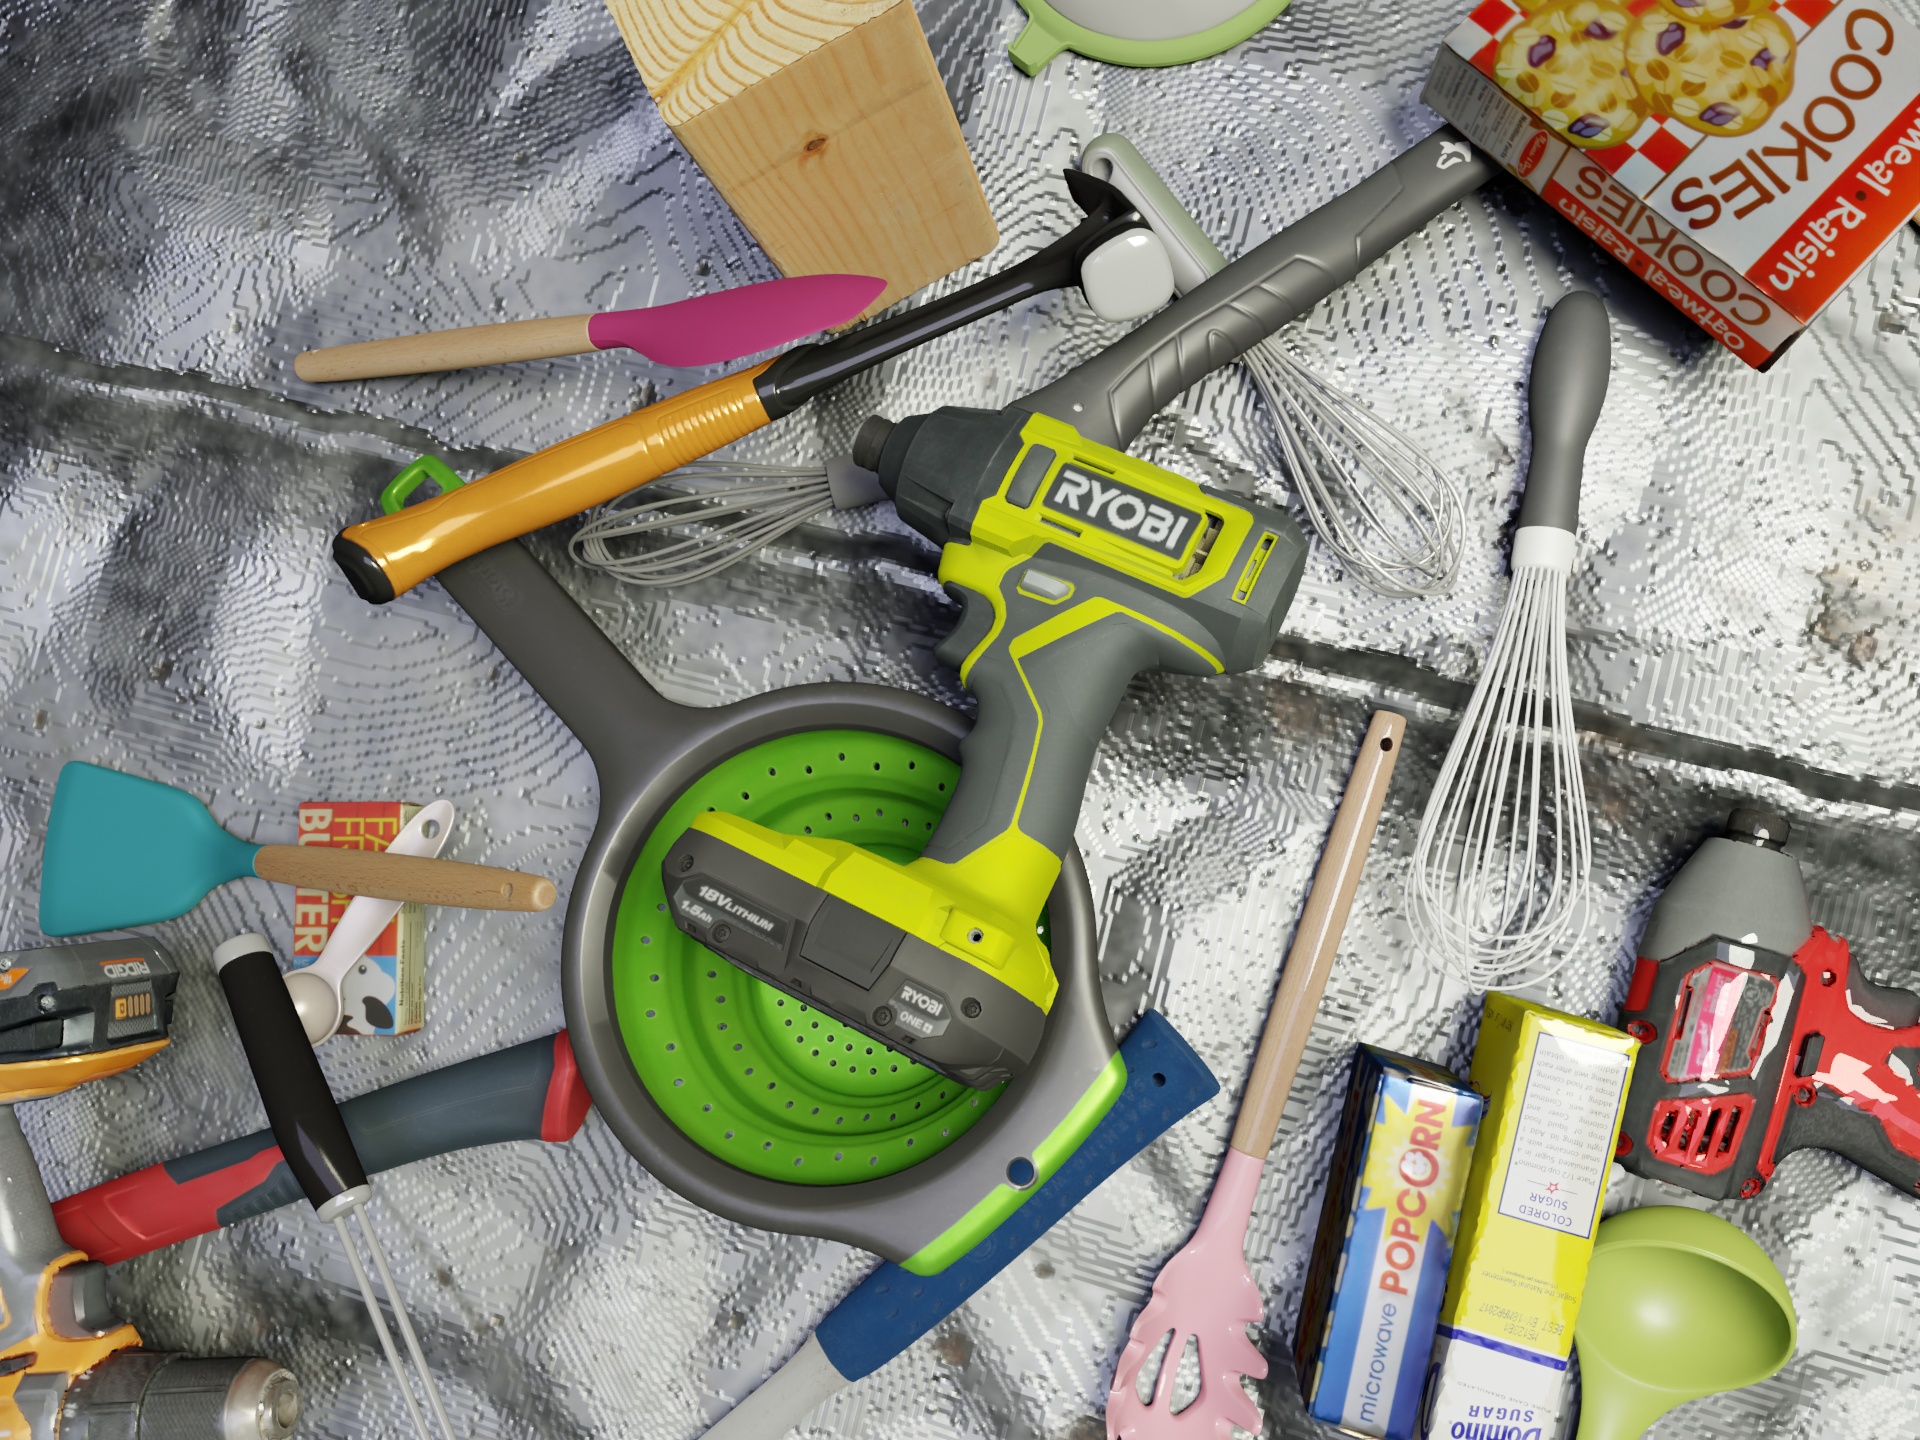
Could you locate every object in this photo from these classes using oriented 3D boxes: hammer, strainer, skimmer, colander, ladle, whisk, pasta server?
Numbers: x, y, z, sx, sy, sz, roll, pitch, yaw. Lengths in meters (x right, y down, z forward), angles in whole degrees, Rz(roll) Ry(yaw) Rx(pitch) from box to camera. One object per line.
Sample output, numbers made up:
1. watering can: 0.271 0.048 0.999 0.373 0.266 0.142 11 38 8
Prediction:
1. hammer: 0.160 -0.203 0.626 0.335 0.035 0.146 -35 79 -6
2. hammer: -0.087 -0.126 0.620 0.337 0.127 0.034 -22 118 5
3. hammer: -0.055 0.271 0.650 0.405 0.035 0.144 -42 79 4
4. strainer: 0.134 -0.361 0.657 0.256 0.069 0.151 -1 85 12
5. skimmer: -0.211 0.250 0.641 0.127 0.090 0.363 -32 72 2
6. hammer: -0.342 0.195 0.707 0.386 0.038 0.143 -20 80 8
7. colander: -0.099 0.038 0.652 0.204 0.094 0.397 -44 73 -3
8. ladle: 0.216 0.329 0.587 0.078 0.062 0.320 22 92 14
9. whisk: -0.052 -0.099 0.681 0.239 0.055 0.055 -12 83 4
10. pasta server: 0.124 0.146 0.629 0.060 0.040 0.316 19 87 -5
11. whisk: 0.223 -0.034 0.622 0.070 0.070 0.285 10 81 11
12. whisk: 0.124 -0.149 0.653 0.246 0.059 0.057 56 139 14

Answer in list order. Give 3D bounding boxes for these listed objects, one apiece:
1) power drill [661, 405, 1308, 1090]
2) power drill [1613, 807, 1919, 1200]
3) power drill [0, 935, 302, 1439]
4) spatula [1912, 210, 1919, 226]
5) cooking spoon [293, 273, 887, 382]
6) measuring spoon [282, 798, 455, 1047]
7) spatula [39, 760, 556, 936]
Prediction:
1. power drill: -0.001 -0.002 0.559 0.171 0.080 0.223 24 75 16
2. power drill: 0.355 0.123 0.573 0.220 0.078 0.143 15 87 14
3. power drill: -0.366 0.206 0.652 0.185 0.084 0.226 -7 85 10
4. spatula: 0.405 -0.171 0.607 0.081 0.041 0.323 -38 79 6
5. cooking spoon: -0.171 -0.161 0.667 0.319 0.069 0.017 2 128 30
6. measuring spoon: -0.255 0.087 0.690 0.034 0.018 0.124 33 84 8
7. spatula: -0.288 0.063 0.672 0.317 0.044 0.082 0 82 35
